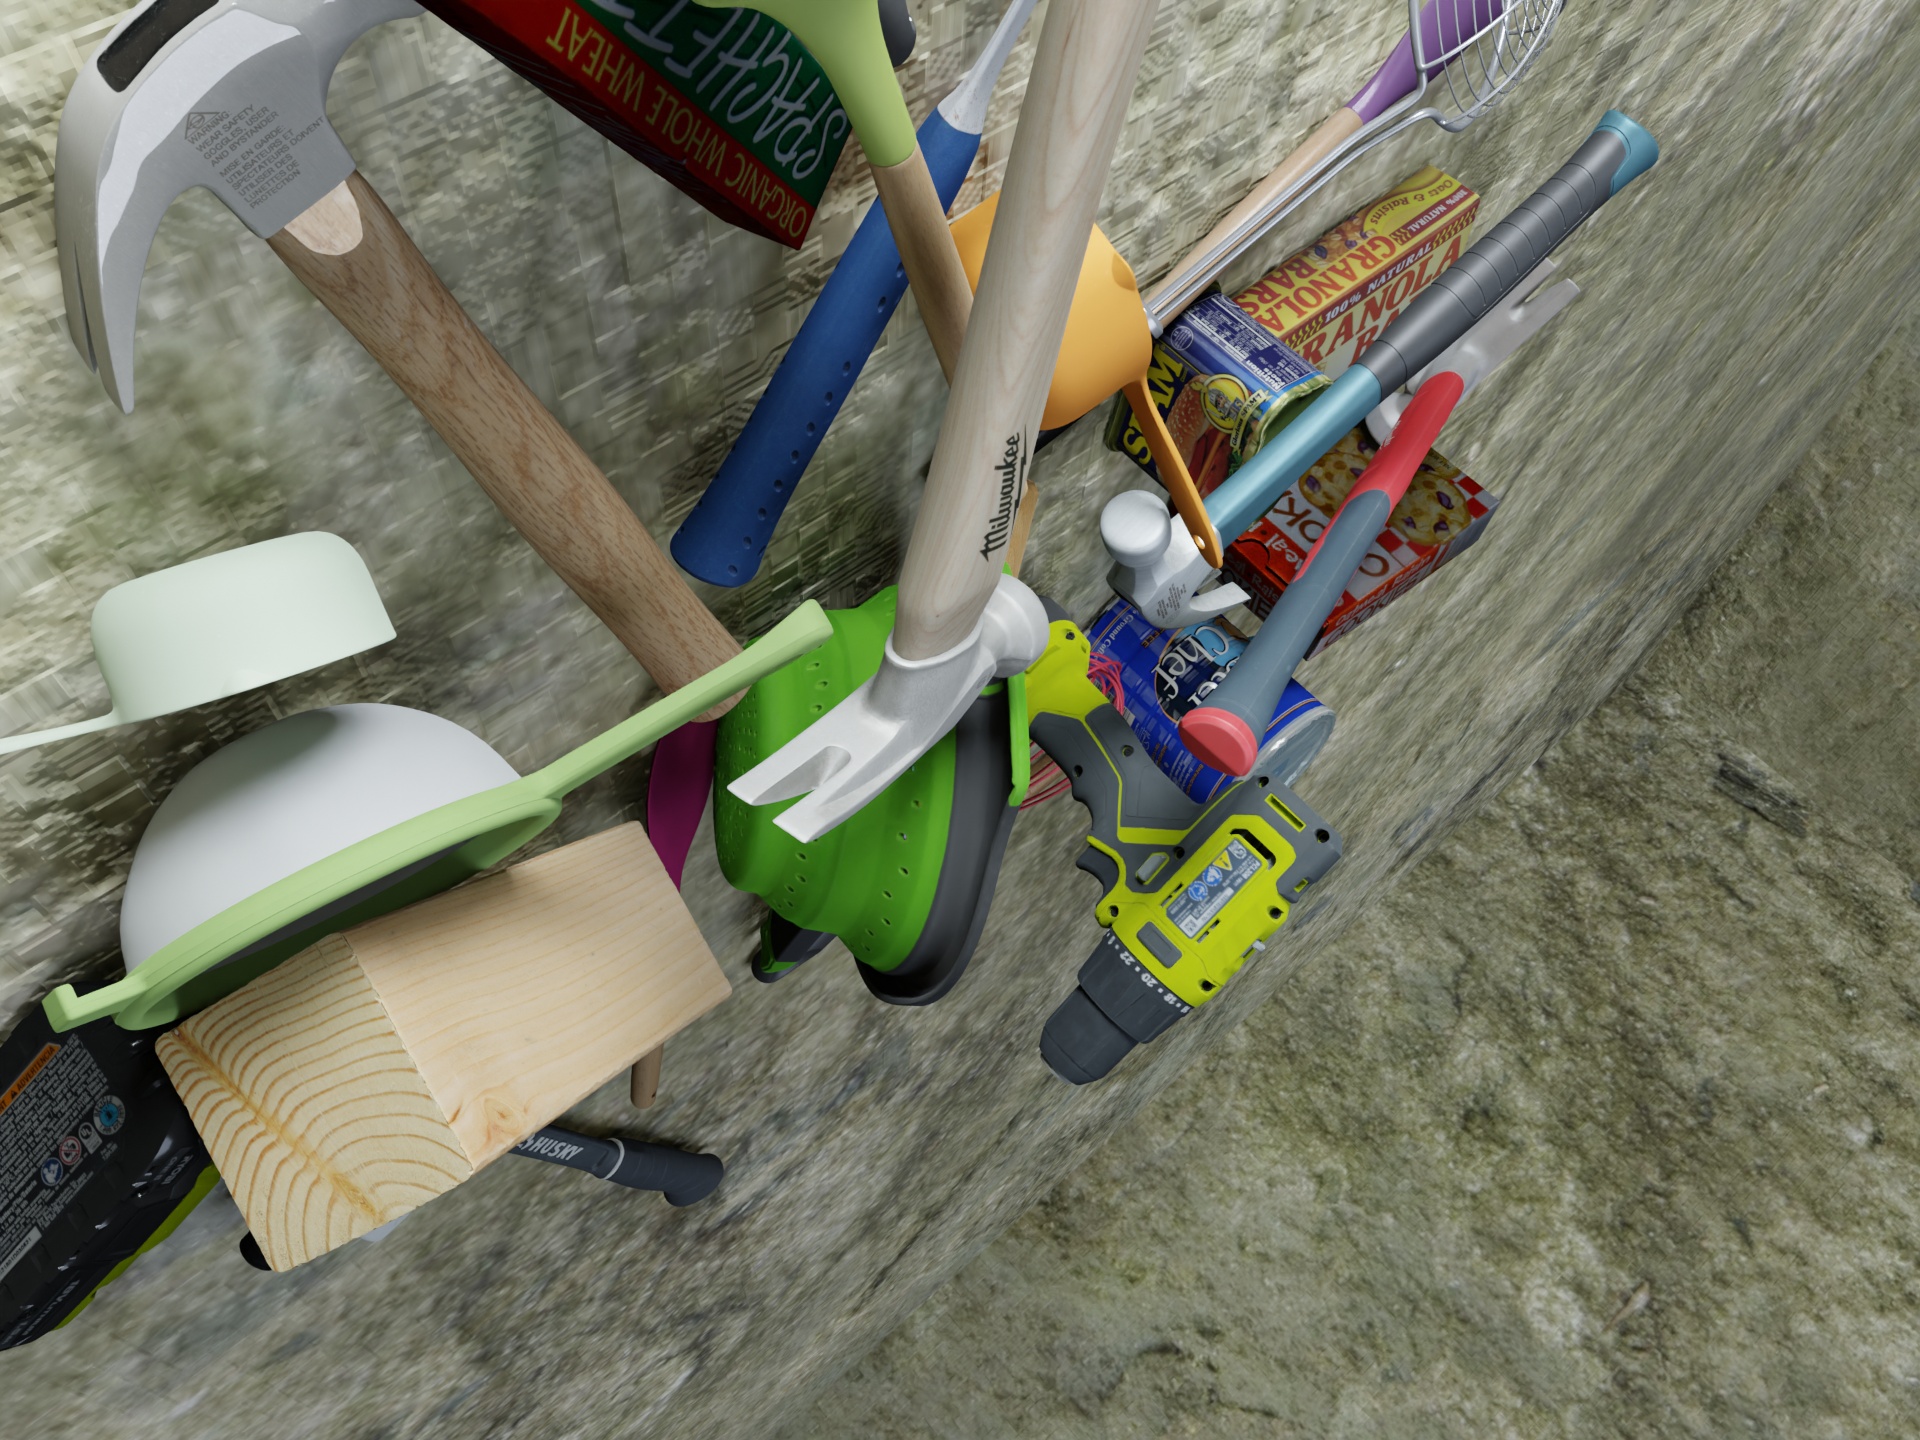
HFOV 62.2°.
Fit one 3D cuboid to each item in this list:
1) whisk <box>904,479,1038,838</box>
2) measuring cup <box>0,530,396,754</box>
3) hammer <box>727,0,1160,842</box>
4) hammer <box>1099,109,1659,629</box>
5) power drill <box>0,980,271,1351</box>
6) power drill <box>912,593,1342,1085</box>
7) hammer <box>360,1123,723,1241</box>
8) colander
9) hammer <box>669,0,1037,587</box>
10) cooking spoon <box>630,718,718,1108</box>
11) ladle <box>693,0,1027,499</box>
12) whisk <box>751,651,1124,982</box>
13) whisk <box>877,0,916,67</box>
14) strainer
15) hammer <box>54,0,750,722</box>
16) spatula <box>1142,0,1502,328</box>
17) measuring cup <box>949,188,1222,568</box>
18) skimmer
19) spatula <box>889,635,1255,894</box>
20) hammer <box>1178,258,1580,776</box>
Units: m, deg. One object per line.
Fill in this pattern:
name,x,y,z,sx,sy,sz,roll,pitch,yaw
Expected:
whisk,-0.002,-0.003,0.802,0.047,0.051,0.245,-19,126,-65
measuring cup,-0.244,-0.015,0.435,0.167,0.038,0.083,-18,-169,-15
hammer,0.021,-0.141,0.419,0.146,0.038,0.410,-41,156,-45
hammer,0.195,-0.163,0.726,0.331,0.033,0.128,-43,157,-5
power drill,-0.290,0.173,0.643,0.171,0.080,0.223,-47,161,6
power drill,0.061,0.060,0.852,0.190,0.229,0.080,-47,158,5
hammer,-0.222,0.264,0.982,0.149,0.036,0.408,-43,159,-7
colander,-0.082,0.055,0.772,0.094,0.205,0.397,5,154,-19
hammer,0.003,-0.200,0.504,0.405,0.035,0.144,-54,-178,32
cooking spoon,-0.150,0.102,0.794,0.069,0.017,0.318,-61,170,-47
ladle,-0.007,-0.140,0.458,0.078,0.062,0.319,-38,155,-5
whisk,-0.015,0.063,0.965,0.296,0.073,0.073,-41,159,7
whisk,-0.061,-0.219,0.390,0.055,0.055,0.239,-49,162,11
strainer,-0.167,0.009,0.522,0.256,0.069,0.151,-30,178,-3
hammer,-0.136,-0.080,0.485,0.130,0.031,0.331,-40,152,-6
spatula,0.165,-0.265,0.744,0.316,0.018,0.059,-45,154,-3
measuring cup,0.045,-0.119,0.614,0.052,0.173,0.095,-35,-160,-10
skimmer,0.115,-0.233,0.694,0.363,0.090,0.127,-39,148,13
spatula,0.078,0.032,1.085,0.317,0.044,0.082,-36,160,-18
hammer,0.209,-0.107,0.799,0.386,0.038,0.143,-51,-177,-41
